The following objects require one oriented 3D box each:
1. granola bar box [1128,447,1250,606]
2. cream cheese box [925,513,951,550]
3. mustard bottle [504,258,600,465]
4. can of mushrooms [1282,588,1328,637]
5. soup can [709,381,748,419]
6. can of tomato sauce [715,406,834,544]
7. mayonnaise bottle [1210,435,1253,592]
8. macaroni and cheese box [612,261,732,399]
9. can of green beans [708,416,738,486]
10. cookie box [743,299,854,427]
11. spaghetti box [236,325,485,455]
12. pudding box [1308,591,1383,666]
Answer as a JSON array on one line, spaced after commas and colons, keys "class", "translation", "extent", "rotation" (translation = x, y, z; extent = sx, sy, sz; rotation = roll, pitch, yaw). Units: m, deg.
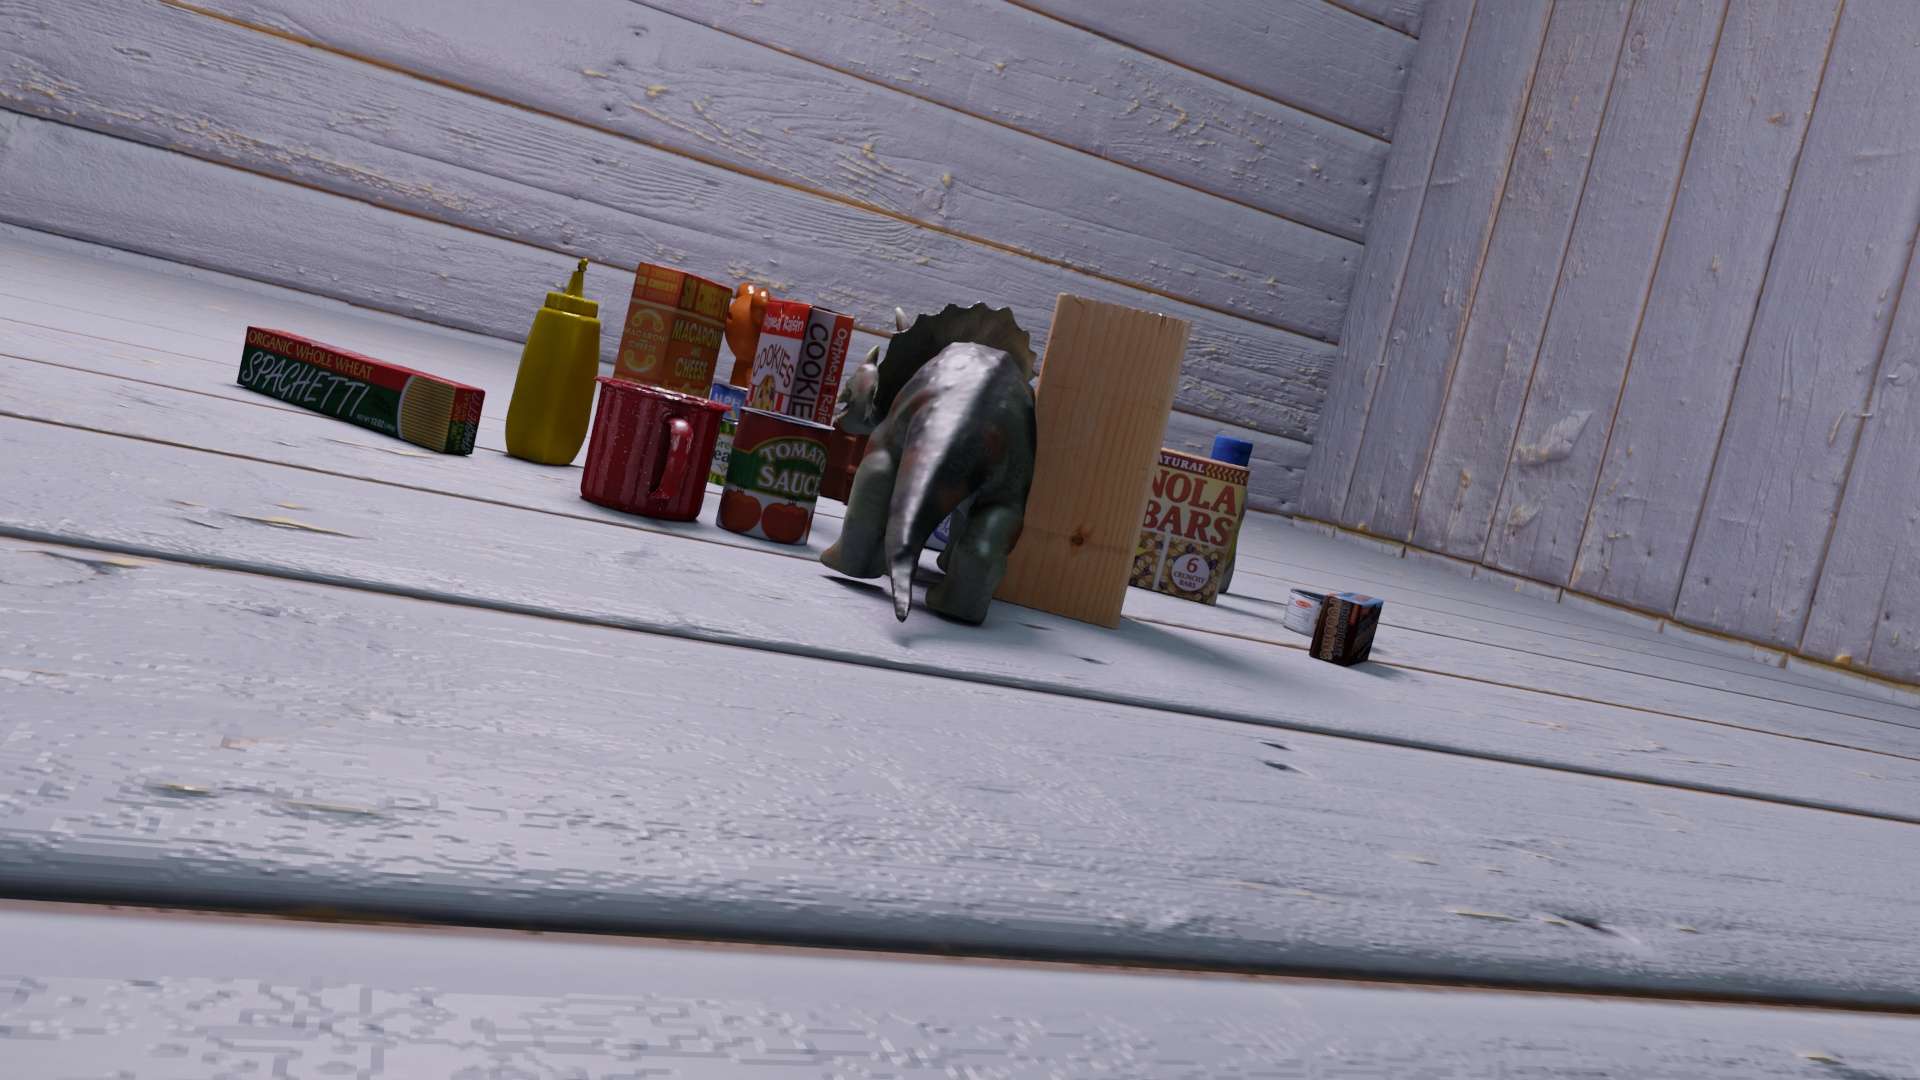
[{"class": "granola bar box", "translation": [0.158, -0.023, 1.218], "extent": [0.166, 0.124, 0.039], "rotation": [14, 5, 4]}, {"class": "cream cheese box", "translation": [0.004, -0.014, 1.124], "extent": [0.104, 0.053, 0.024], "rotation": [13, 5, -2]}, {"class": "mustard bottle", "translation": [-0.309, -0.140, 1.074], "extent": [0.049, 0.160, 0.065], "rotation": [15, 5, 12]}, {"class": "can of mushrooms", "translation": [0.310, 0.065, 1.172], "extent": [0.071, 0.033, 0.071], "rotation": [13, 5, -1]}, {"class": "soup can", "translation": [-0.222, -0.110, 1.379], "extent": [0.071, 0.083, 0.071], "rotation": [13, 5, -1]}, {"class": "can of tomato sauce", "translation": [-0.127, -0.044, 0.955], "extent": [0.071, 0.083, 0.071], "rotation": [13, 5, -1]}, {"class": "mayonnaise bottle", "translation": [0.247, -0.026, 1.340], "extent": [0.065, 0.148, 0.041], "rotation": [10, 6, -33]}, {"class": "macaroni and cheese box", "translation": [-0.228, -0.123, 1.069], "extent": [0.040, 0.166, 0.124], "rotation": [14, 5, 6]}, {"class": "can of green beans", "translation": [-0.197, -0.077, 1.249], "extent": [0.071, 0.057, 0.071], "rotation": [13, 5, -1]}, {"class": "cookie box", "translation": [-0.141, -0.107, 1.119], "extent": [0.040, 0.167, 0.123], "rotation": [11, 6, -26]}, {"class": "spaghetti box", "translation": [-0.456, -0.115, 1.044], "extent": [0.250, 0.050, 0.029], "rotation": [17, 6, 28]}, {"class": "pudding box", "translation": [0.290, 0.065, 1.040], "extent": [0.030, 0.049, 0.084], "rotation": [16, 6, 26]}]
